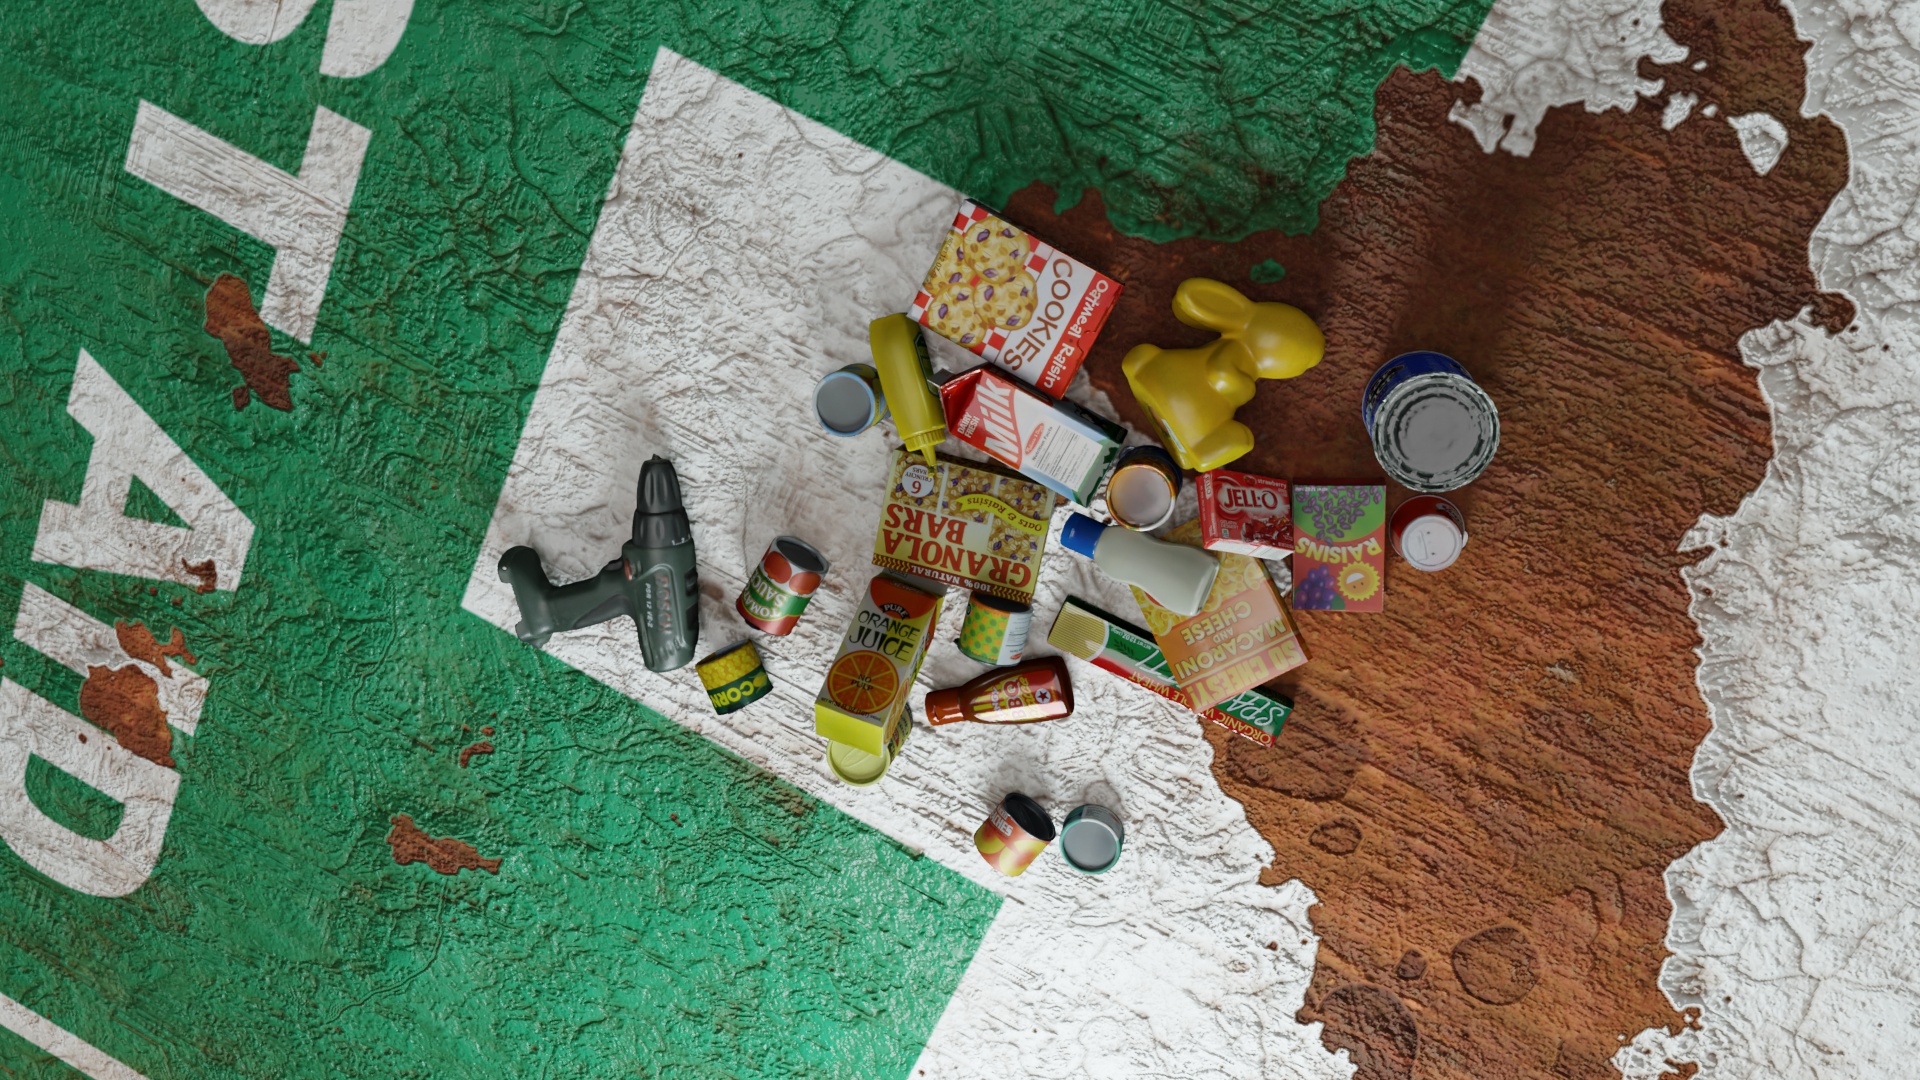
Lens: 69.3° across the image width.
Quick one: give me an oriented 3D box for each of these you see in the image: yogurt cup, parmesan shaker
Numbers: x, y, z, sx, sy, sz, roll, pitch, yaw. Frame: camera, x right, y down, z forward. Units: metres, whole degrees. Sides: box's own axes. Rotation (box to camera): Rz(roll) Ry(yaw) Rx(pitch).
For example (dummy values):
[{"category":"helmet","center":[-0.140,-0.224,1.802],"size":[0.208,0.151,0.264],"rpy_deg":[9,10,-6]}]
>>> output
[{"category":"yogurt cup","center":[0.433,-0.004,1.284],"size":[0.072,0.054,0.072],"rpy_deg":[3,105,13]},{"category":"parmesan shaker","center":[-0.093,0.199,1.428],"size":[0.071,0.103,0.071],"rpy_deg":[3,105,12]}]

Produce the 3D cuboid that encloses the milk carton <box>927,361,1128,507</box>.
[{"category":"milk carton","center":[0.058,-0.114,1.331],"size":[0.191,0.072,0.073],"rpy_deg":[29,109,3]}]

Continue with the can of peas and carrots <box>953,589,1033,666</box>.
[{"category":"can of peas and carrots","center":[0.033,0.085,1.391],"size":[0.071,0.071,0.058],"rpy_deg":[17,107,8]}]

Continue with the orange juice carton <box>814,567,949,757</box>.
[{"category":"orange juice carton","center":[-0.076,0.109,1.377],"size":[0.072,0.194,0.072],"rpy_deg":[18,147,7]}]

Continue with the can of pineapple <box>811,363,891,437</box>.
[{"category":"can of pineapple","center":[-0.106,-0.138,1.368],"size":[0.071,0.058,0.070],"rpy_deg":[3,105,12]}]

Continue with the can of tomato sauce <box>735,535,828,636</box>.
[{"category":"can of tomato sauce","center":[-0.184,0.047,1.427],"size":[0.071,0.071,0.083],"rpy_deg":[34,109,2]}]

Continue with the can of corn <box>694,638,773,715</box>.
[{"category":"can of corn","center":[-0.240,0.144,1.464],"size":[0.071,0.071,0.058],"rpy_deg":[-22,98,17]}]

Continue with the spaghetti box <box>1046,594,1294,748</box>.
[{"category":"spaghetti box","center":[0.209,0.130,1.382],"size":[0.250,0.029,0.050],"rpy_deg":[25,108,5]}]

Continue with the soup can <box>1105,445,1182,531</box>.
[{"category":"soup can","center":[0.172,-0.052,1.314],"size":[0.071,0.084,0.071],"rpy_deg":[3,105,12]}]

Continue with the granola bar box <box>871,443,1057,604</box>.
[{"category":"granola bar box","center":[0.005,-0.017,1.385],"size":[0.166,0.039,0.123],"rpy_deg":[14,106,9]}]

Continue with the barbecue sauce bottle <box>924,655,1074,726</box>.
[{"category":"barbecue sauce bottle","center":[0.038,0.160,1.420],"size":[0.148,0.044,0.064],"rpy_deg":[-12,102,16]}]

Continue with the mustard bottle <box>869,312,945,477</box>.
[{"category":"mustard bottle","center":[-0.045,-0.139,1.343],"size":[0.049,0.065,0.160],"rpy_deg":[-16,92,14]}]

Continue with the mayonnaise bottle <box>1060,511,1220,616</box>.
[{"category":"mayonnaise bottle","center":[0.167,0.016,1.315],"size":[0.148,0.041,0.064],"rpy_deg":[25,101,21]}]

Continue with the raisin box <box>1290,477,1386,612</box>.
[{"category":"raisin box","center":[0.356,0.004,1.311],"size":[0.086,0.040,0.123],"rpy_deg":[0,103,12]}]

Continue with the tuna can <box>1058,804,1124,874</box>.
[{"category":"tuna can","center":[0.135,0.313,1.443],"size":[0.071,0.033,0.071],"rpy_deg":[3,104,12]}]

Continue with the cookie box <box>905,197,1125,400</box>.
[{"category":"cookie box","center":[0.051,-0.224,1.293],"size":[0.167,0.040,0.122],"rpy_deg":[29,108,3]}]

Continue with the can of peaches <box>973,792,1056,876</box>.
[{"category":"can of peaches","center":[0.054,0.305,1.441],"size":[0.071,0.071,0.058],"rpy_deg":[38,110,1]}]

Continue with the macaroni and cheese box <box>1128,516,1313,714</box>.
[{"category":"macaroni and cheese box","center":[0.243,0.065,1.330],"size":[0.123,0.040,0.166],"rpy_deg":[-29,80,18]}]
